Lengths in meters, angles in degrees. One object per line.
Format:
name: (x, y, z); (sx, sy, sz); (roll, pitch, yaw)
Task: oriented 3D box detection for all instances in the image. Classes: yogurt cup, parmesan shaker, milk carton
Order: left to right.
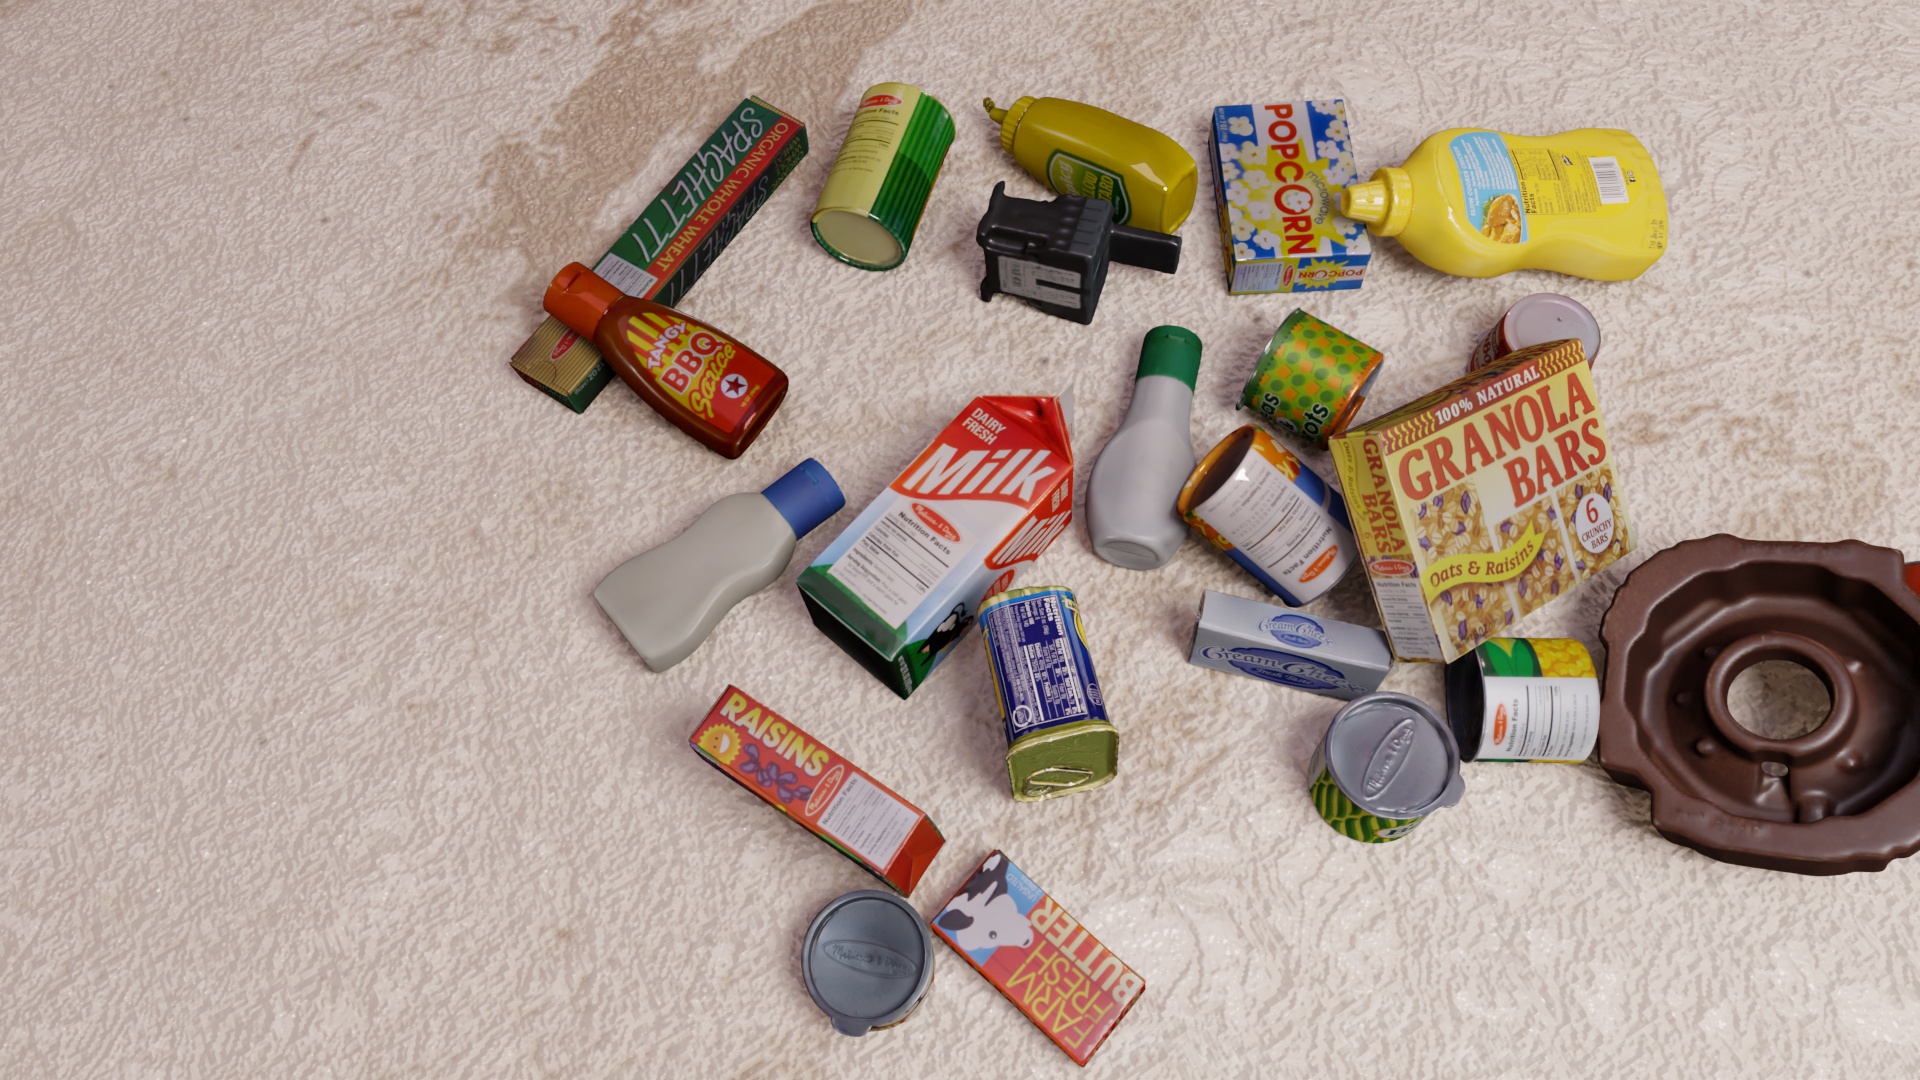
parmesan shaker: (-0.052, -0.233, 0.897); (0.071, 0.071, 0.103); (15, 68, 10)
milk carton: (0.003, -0.010, 0.785); (0.073, 0.072, 0.191); (38, 74, 19)
yogurt cup: (0.340, -0.109, 0.819); (0.072, 0.053, 0.072); (-1, 66, 3)

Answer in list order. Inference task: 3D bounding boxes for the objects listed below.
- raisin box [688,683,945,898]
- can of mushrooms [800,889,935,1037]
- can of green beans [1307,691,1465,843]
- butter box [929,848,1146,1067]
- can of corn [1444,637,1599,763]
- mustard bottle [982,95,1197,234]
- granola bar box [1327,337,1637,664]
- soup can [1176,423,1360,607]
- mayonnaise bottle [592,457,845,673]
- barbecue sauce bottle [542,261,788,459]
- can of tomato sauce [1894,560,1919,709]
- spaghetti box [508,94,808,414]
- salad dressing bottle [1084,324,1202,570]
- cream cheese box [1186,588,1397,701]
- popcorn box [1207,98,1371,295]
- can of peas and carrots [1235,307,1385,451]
raisin box: (-0.073, 0.131, 0.716); (0.123, 0.086, 0.040); (31, 76, 16)
can of mushrooms: (-0.047, 0.216, 0.703); (0.071, 0.033, 0.071); (-1, 65, 2)
can of green beans: (0.217, 0.118, 0.718); (0.071, 0.057, 0.071); (-1, 65, 3)
butter box: (0.039, 0.211, 0.705); (0.103, 0.024, 0.053); (39, 72, 19)
can of corn: (0.292, 0.082, 0.728); (0.058, 0.071, 0.071); (0, 65, 3)
mustard bottle: (0.076, -0.250, 0.900); (0.160, 0.065, 0.049); (32, 66, 23)
granola bar box: (0.278, -0.023, 0.733); (0.166, 0.039, 0.124); (-23, 99, -29)
soup can: (0.171, -0.015, 0.764); (0.084, 0.071, 0.071); (39, 71, -10)
mayonnaise bottle: (-0.134, 0.009, 0.802); (0.148, 0.041, 0.065); (-38, 70, -14)
barbecue sauce bottle: (-0.181, -0.113, 0.840); (0.148, 0.043, 0.065); (34, 69, 1)
can of tomato sauce: (0.507, 0.063, 0.721); (0.071, 0.071, 0.083); (20, 71, 12)
spaghetti box: (-0.190, -0.190, 0.904); (0.050, 0.028, 0.251); (30, 71, 16)
salad dressing bottle: (0.113, -0.057, 0.815); (0.064, 0.043, 0.148); (13, 65, 4)
cream cheese box: (0.177, 0.059, 0.751); (0.104, 0.053, 0.024); (13, 63, 9)
popcorn box: (0.208, -0.221, 0.888); (0.085, 0.038, 0.127); (-2, 65, 1)
can of peas and carrots: (0.205, -0.092, 0.813); (0.059, 0.070, 0.071); (33, 71, 16)
